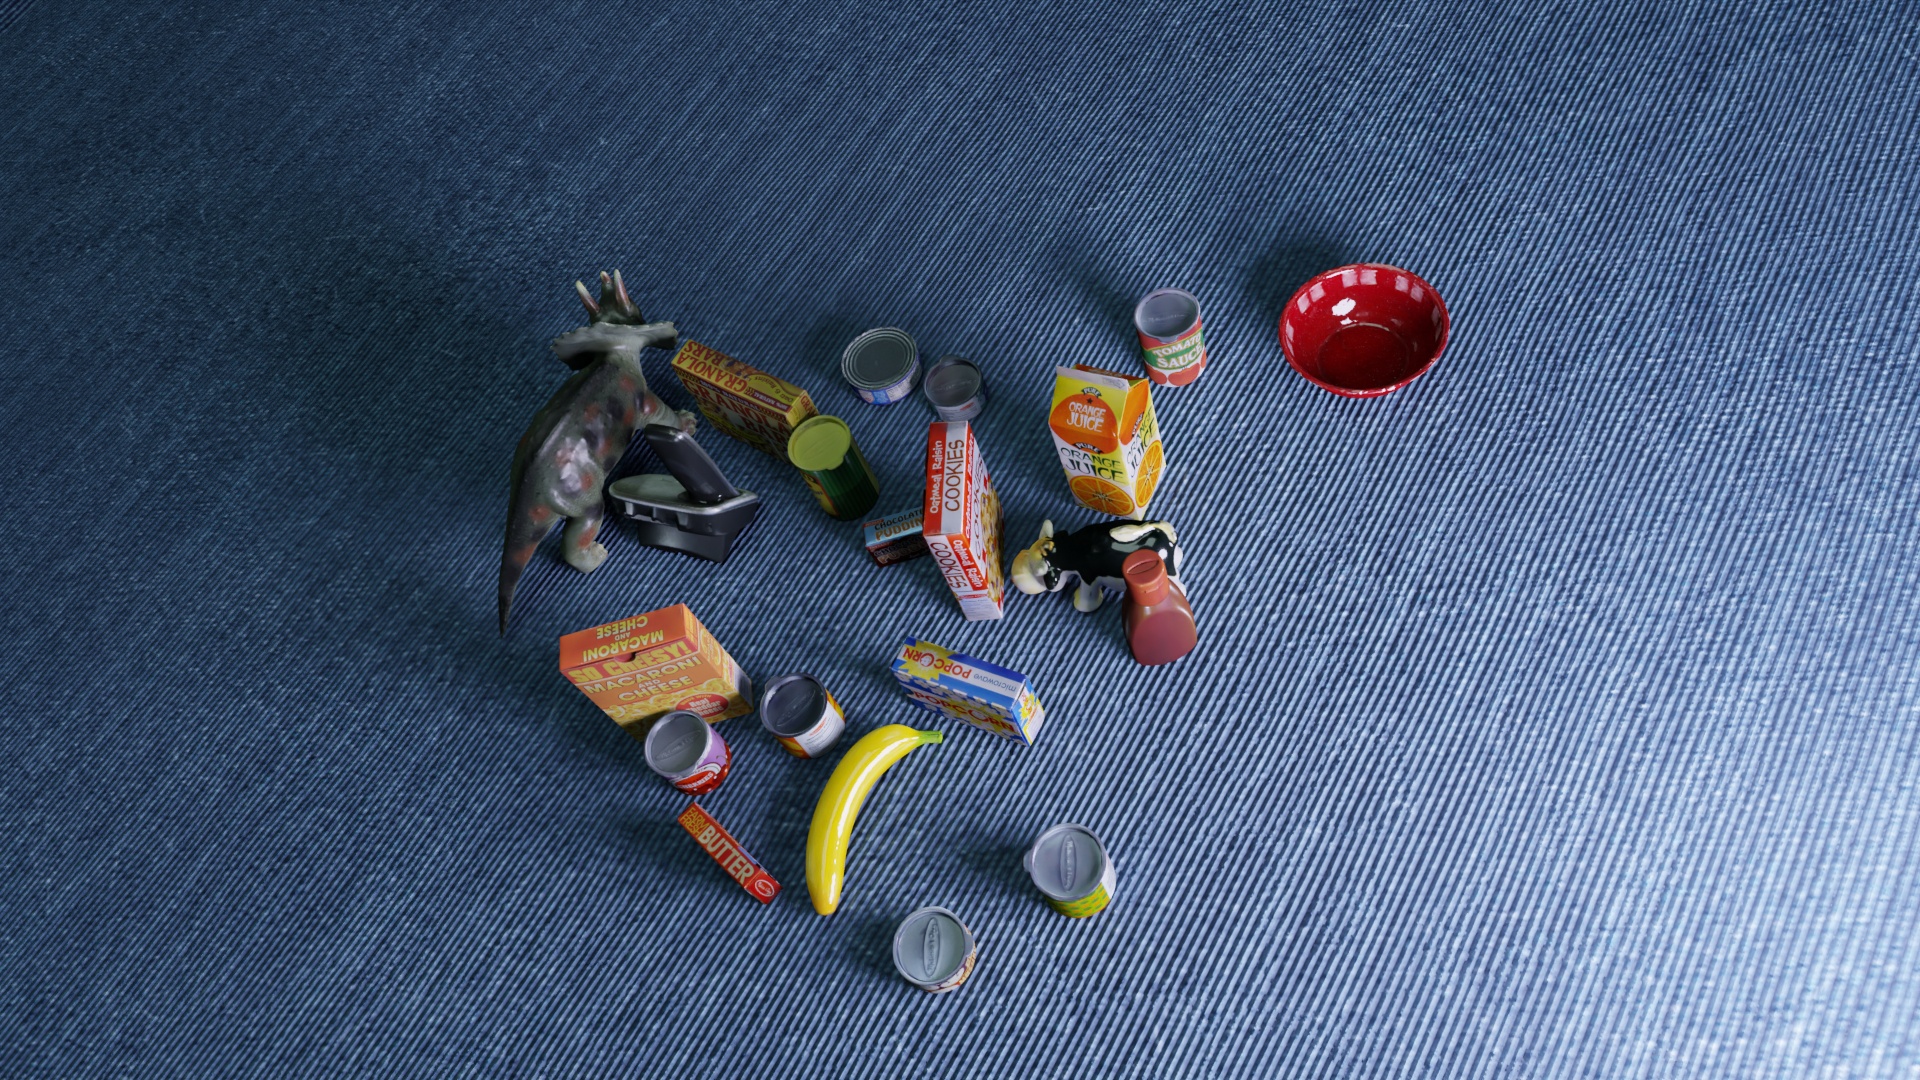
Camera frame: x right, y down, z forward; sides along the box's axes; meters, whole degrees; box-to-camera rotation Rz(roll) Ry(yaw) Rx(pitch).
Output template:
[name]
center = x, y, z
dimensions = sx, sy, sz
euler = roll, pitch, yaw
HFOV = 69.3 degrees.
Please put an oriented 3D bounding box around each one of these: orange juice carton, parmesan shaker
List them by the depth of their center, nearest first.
[orange juice carton]
center = 0.138, -0.101, 1.311
dimensions = 0.072, 0.192, 0.073
euler = 17, 66, 24
[parmesan shaker]
center = -0.127, -0.070, 1.421
dimensions = 0.071, 0.102, 0.071
euler = -7, 58, 12

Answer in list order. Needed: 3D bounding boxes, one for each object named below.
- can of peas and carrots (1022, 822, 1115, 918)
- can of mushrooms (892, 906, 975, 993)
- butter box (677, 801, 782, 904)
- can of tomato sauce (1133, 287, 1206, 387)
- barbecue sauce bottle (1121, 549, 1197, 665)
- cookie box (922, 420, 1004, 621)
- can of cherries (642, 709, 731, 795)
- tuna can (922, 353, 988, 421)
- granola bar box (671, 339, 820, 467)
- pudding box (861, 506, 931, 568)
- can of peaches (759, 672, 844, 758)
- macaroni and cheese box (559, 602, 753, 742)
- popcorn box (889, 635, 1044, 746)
[can of peas and carrots]
center = 0.092, 0.280, 1.173
dimensions = 0.071, 0.058, 0.071
euler = -7, 58, 12
[can of mushrooms]
center = -0.020, 0.348, 1.178
dimensions = 0.071, 0.033, 0.071
euler = -7, 58, 12
[butter box]
center = -0.210, 0.283, 1.259
dimensions = 0.104, 0.053, 0.024
euler = 36, 75, 30
[can of tomato sauce]
center = 0.216, -0.205, 1.418
dimensions = 0.071, 0.082, 0.071
euler = -7, 58, 12
[barbecue sauce bottle]
center = 0.171, 0.059, 1.230
dimensions = 0.065, 0.148, 0.044
euler = -21, 57, 3
[cookie box]
center = 0.005, -0.016, 1.312
dimensions = 0.040, 0.166, 0.123
euler = -6, 59, 13
[can of cherries]
center = -0.258, 0.204, 1.317
dimensions = 0.071, 0.058, 0.072
euler = -7, 58, 12
[tuna can]
center = -0.005, -0.162, 1.485
dimensions = 0.071, 0.032, 0.071
euler = -7, 58, 12
[granola bar box]
center = -0.216, -0.138, 1.474
dimensions = 0.166, 0.123, 0.039
euler = 25, 70, 27
[pudding box]
center = -0.052, -0.006, 1.392
dimensions = 0.084, 0.049, 0.030
euler = -15, 57, 6
[can of peaches]
center = -0.150, 0.164, 1.311
dimensions = 0.071, 0.058, 0.071
euler = -7, 58, 12
[macaroni and cheese box]
center = -0.282, 0.128, 1.306
dimensions = 0.124, 0.165, 0.040
euler = -16, 57, 6
[popcorn box]
center = 0.008, 0.138, 1.267
dimensions = 0.127, 0.085, 0.038
euler = 17, 66, 24
